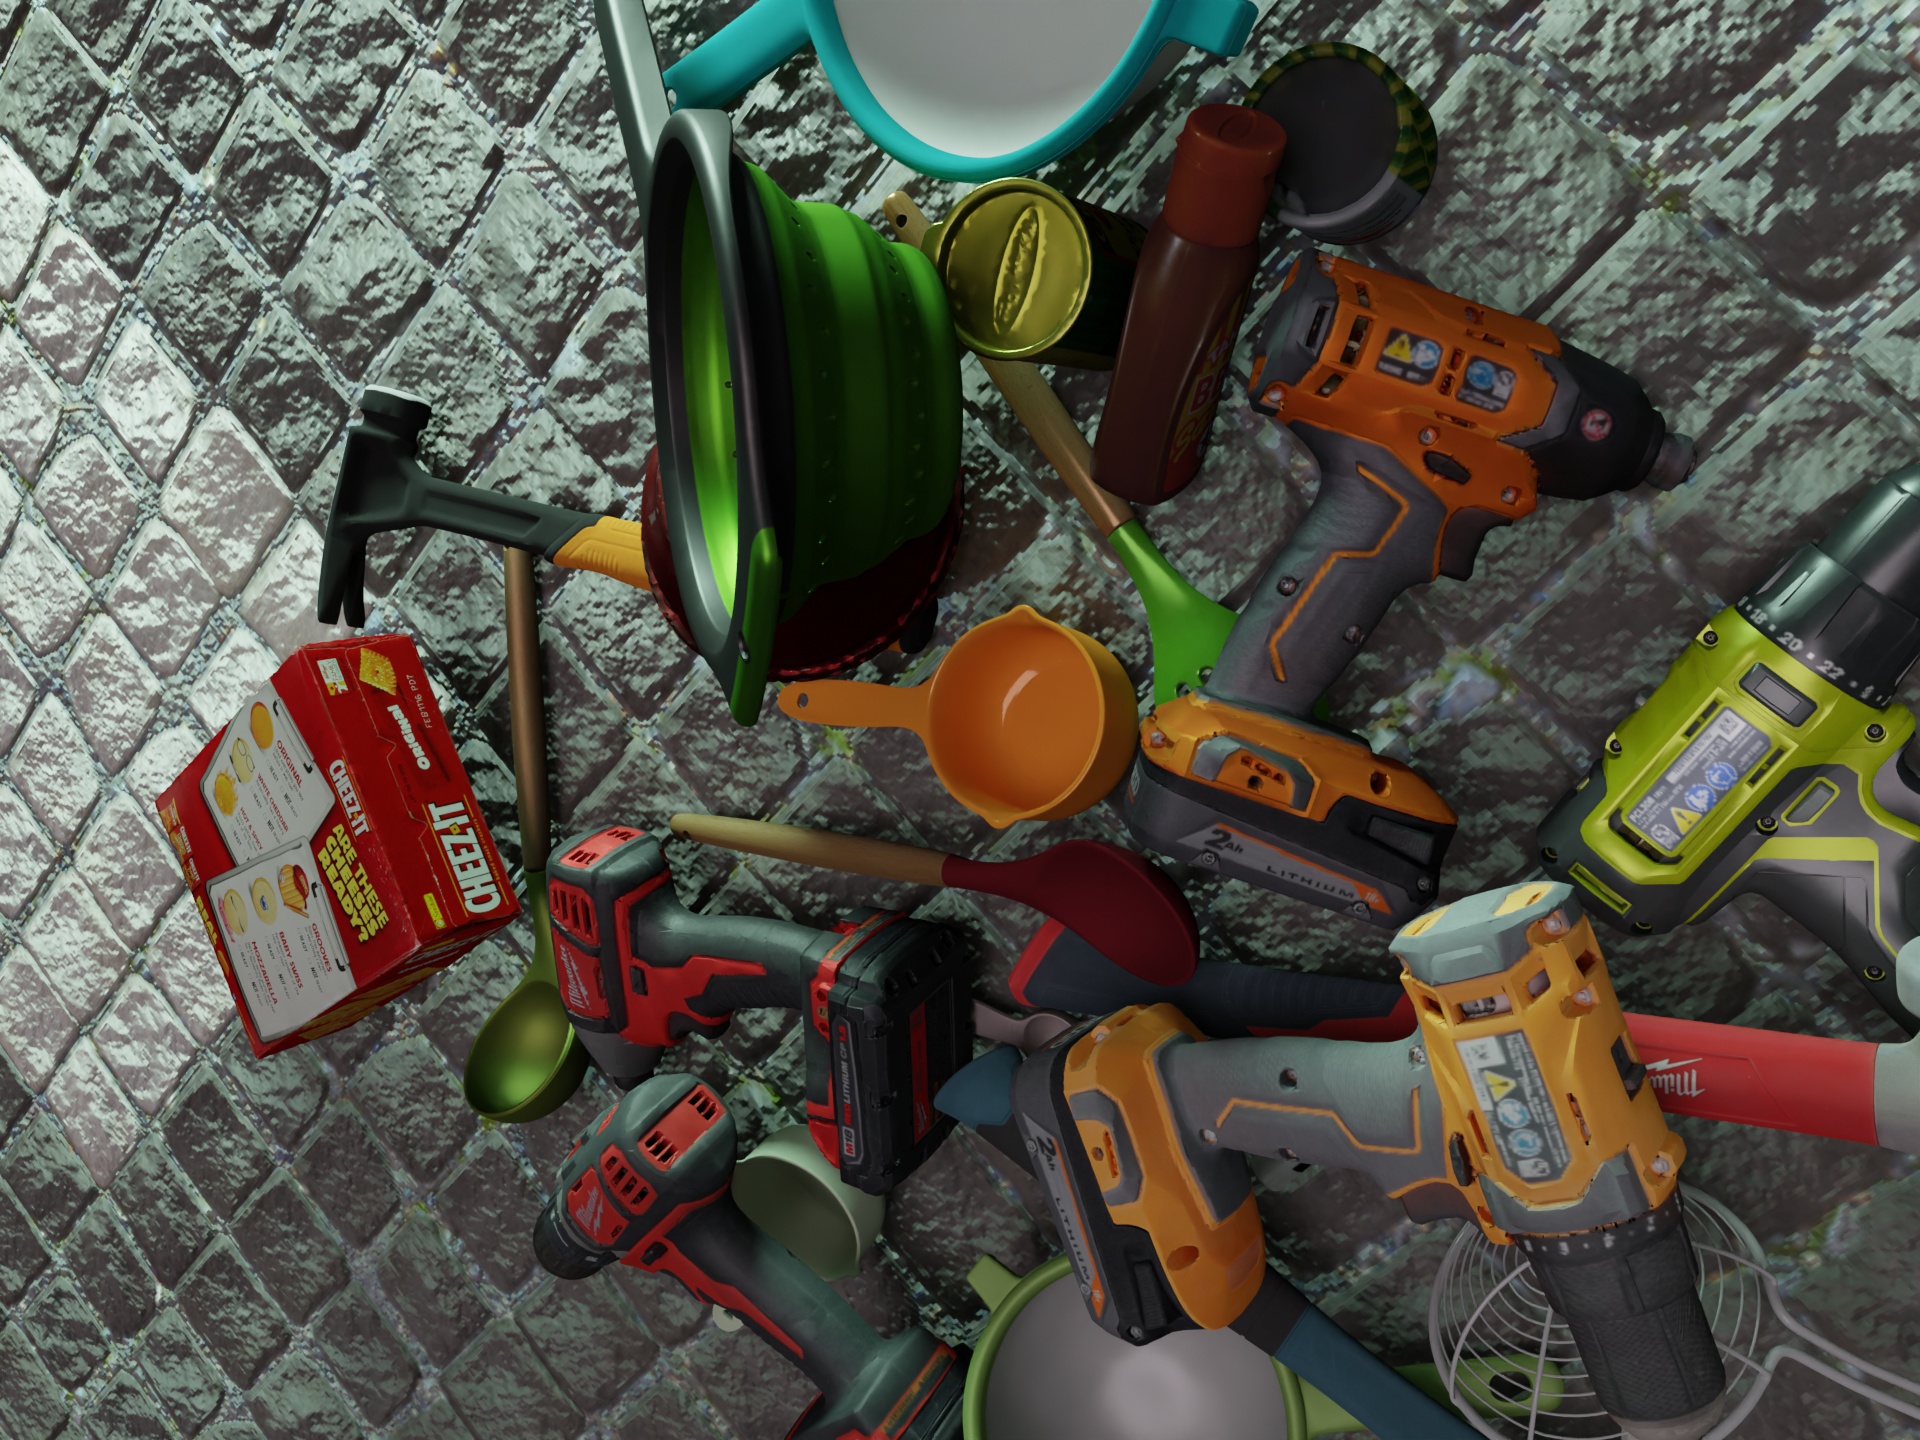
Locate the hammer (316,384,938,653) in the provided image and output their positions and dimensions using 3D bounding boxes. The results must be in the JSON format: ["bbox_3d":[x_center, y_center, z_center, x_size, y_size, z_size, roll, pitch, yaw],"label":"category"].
[{"bbox_3d":[-0.170,-0.076,0.782,0.337,0.034,0.127,14,91,20],"label":"hammer"}]

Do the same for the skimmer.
[{"bbox_3d":[0.361,0.269,0.582,0.363,0.127,0.090,21,140,9],"label":"skimmer"}]

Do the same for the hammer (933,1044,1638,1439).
[{"bbox_3d":[0.129,0.246,0.670,0.331,0.033,0.128,34,79,20],"label":"hammer"}]

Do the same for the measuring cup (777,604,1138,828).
[{"bbox_3d":[-0.001,-0.002,0.715,0.174,0.052,0.095,5,87,33],"label":"measuring cup"}]

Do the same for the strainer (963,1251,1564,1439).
[{"bbox_3d":[0.132,0.303,0.707,0.256,0.069,0.152,-10,72,10],"label":"strainer"}]

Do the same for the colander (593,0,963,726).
[{"bbox_3d":[-0.078,-0.190,0.640,0.204,0.094,0.398,110,148,-55],"label":"colander"}]

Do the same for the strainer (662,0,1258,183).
[{"bbox_3d":[-0.006,-0.308,0.656,0.340,0.095,0.211,-8,94,48],"label":"strainer"}]

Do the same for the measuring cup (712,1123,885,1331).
[{"bbox_3d":[-0.091,0.267,0.823,0.083,0.038,0.167,38,130,9],"label":"measuring cup"}]

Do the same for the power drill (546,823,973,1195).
[{"bbox_3d":[-0.106,0.141,0.775,0.220,0.078,0.143,12,116,29],"label":"power drill"}]

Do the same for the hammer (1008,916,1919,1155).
[{"bbox_3d":[0.185,0.134,0.615,0.386,0.038,0.143,1,111,38],"label":"hammer"}]

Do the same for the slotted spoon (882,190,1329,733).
[{"bbox_3d":[0.053,-0.103,0.687,0.070,0.031,0.314,-37,81,25],"label":"slotted spoon"}]

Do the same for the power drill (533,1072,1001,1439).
[{"bbox_3d":[-0.111,0.287,0.773,0.227,0.080,0.187,45,135,4],"label":"power drill"}]

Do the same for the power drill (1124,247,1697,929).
[{"bbox_3d":[0.166,-0.043,0.599,0.164,0.084,0.226,18,99,1],"label":"power drill"}]

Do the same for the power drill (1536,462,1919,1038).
[{"bbox_3d":[0.345,0.043,0.543,0.229,0.080,0.190,42,115,17],"label":"power drill"}]

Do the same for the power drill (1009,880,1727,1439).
[{"bbox_3d":[0.145,0.171,0.575,0.226,0.084,0.185,-23,87,37],"label":"power drill"}]

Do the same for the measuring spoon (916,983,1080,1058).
[{"bbox_3d":[0.009,0.137,0.760,0.124,0.018,0.034,15,118,30],"label":"measuring spoon"}]

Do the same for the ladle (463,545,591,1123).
[{"bbox_3d":[-0.235,0.054,0.839,0.078,0.062,0.320,3,98,41],"label":"ladle"}]

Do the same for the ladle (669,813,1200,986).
[{"bbox_3d":[-0.024,0.066,0.721,0.315,0.031,0.069,6,126,39],"label":"ladle"}]
